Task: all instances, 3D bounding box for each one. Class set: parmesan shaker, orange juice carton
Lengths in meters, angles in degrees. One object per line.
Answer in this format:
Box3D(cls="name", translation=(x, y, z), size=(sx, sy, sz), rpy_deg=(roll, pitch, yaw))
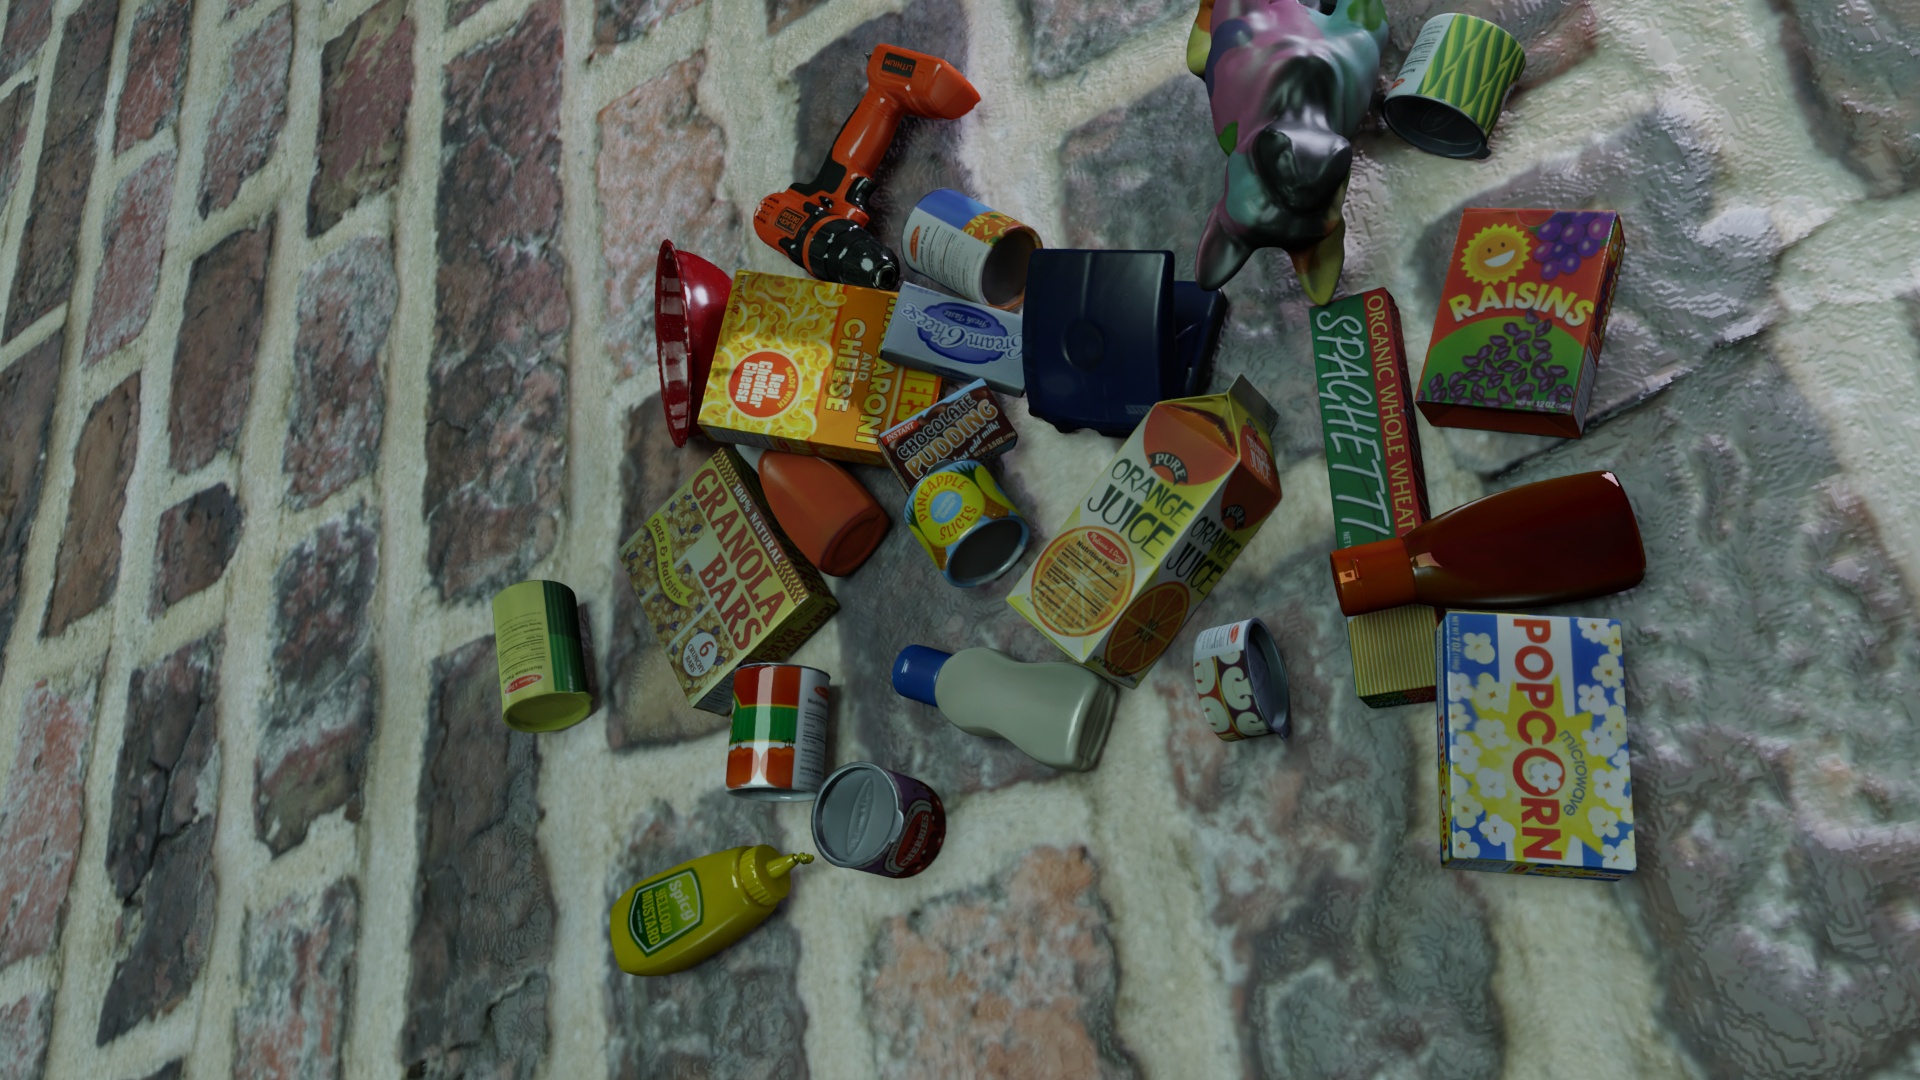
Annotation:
Box3D(cls="parmesan shaker", translation=(-0.328, 0.090, 1.094), size=(0.071, 0.071, 0.103), rpy_deg=(-29, 57, 20))
Box3D(cls="orange juice carton", translation=(0.123, -0.011, 0.839), size=(0.073, 0.071, 0.192), rpy_deg=(40, 95, 37))

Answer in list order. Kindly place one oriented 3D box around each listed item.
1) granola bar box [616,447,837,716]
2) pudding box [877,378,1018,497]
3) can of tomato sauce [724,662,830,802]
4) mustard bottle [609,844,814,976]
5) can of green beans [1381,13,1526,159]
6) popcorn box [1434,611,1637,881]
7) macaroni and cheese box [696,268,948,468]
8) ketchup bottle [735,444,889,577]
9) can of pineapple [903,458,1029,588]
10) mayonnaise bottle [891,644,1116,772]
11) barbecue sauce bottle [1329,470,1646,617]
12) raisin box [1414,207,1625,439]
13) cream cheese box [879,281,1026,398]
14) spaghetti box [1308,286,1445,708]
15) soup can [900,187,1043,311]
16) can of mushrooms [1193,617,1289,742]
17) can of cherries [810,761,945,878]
Box3D(cls="granola bar box", translation=(-0.177, 0.029, 1.036), size=(0.124, 0.039, 0.166), rpy_deg=(-43, 54, 12))
Box3D(cls="pudding box", translation=(-0.009, -0.068, 0.944), size=(0.084, 0.030, 0.050), rpy_deg=(-29, 81, -11))
Box3D(cls="can of tomato sauce", translation=(-0.126, 0.132, 0.944), size=(0.071, 0.071, 0.083), rpy_deg=(-10, 67, 30))
Box3D(cls="mustard bottle", translation=(-0.165, 0.241, 0.936), size=(0.160, 0.049, 0.065), rpy_deg=(-31, 59, 19))
Box3D(cls="can of green beans", translation=(0.297, -0.273, 0.836), size=(0.071, 0.071, 0.058), rpy_deg=(25, 86, 37))
Box3D(cls="popcorn box", translation=(0.284, 0.101, 0.693), size=(0.085, 0.038, 0.127), rpy_deg=(2, 71, 10))
Box3D(cls="macaroni and cheese box", translation=(-0.092, -0.122, 1.001), size=(0.166, 0.040, 0.124), rpy_deg=(10, 76, 8))
Box3D(cls="ketchup bottle", translation=(-0.116, -0.039, 1.021), size=(0.064, 0.043, 0.149), rpy_deg=(-49, 53, 6))
Box3D(cls="can of pineapple", translation=(0.003, -0.011, 0.917), size=(0.071, 0.071, 0.058), rpy_deg=(-44, 55, 11))
Box3D(cls="mayonnaise bottle", translation=(0.024, 0.098, 0.879), size=(0.148, 0.041, 0.065), rpy_deg=(12, 78, 37))
Box3D(cls="barbecue sauce bottle", translation=(0.272, 0.008, 0.727), size=(0.148, 0.043, 0.065), rpy_deg=(-12, 66, 10))
Box3D(cls="raisin box", translation=(0.314, -0.124, 0.781), size=(0.086, 0.040, 0.123), rpy_deg=(10, 76, 36))
Box3D(cls="cream cheese box", translation=(0.001, -0.139, 0.964), size=(0.104, 0.024, 0.053), rpy_deg=(16, 77, -2))
Box3D(cls="spaghetti box", translation=(0.240, -0.030, 0.798), size=(0.050, 0.028, 0.251), rpy_deg=(-13, 65, 27))
Box3D(cls="soup can", translation=(0.011, -0.209, 0.997), size=(0.084, 0.071, 0.071), rpy_deg=(35, 92, 36))
Box3D(cls="can of mushrooms", translation=(0.159, 0.081, 0.783), size=(0.033, 0.071, 0.071), rpy_deg=(-16, 64, 27))
Box3D(cls="can of cherries", translation=(-0.050, 0.180, 0.881), size=(0.071, 0.058, 0.072), rpy_deg=(-13, 64, 28))
